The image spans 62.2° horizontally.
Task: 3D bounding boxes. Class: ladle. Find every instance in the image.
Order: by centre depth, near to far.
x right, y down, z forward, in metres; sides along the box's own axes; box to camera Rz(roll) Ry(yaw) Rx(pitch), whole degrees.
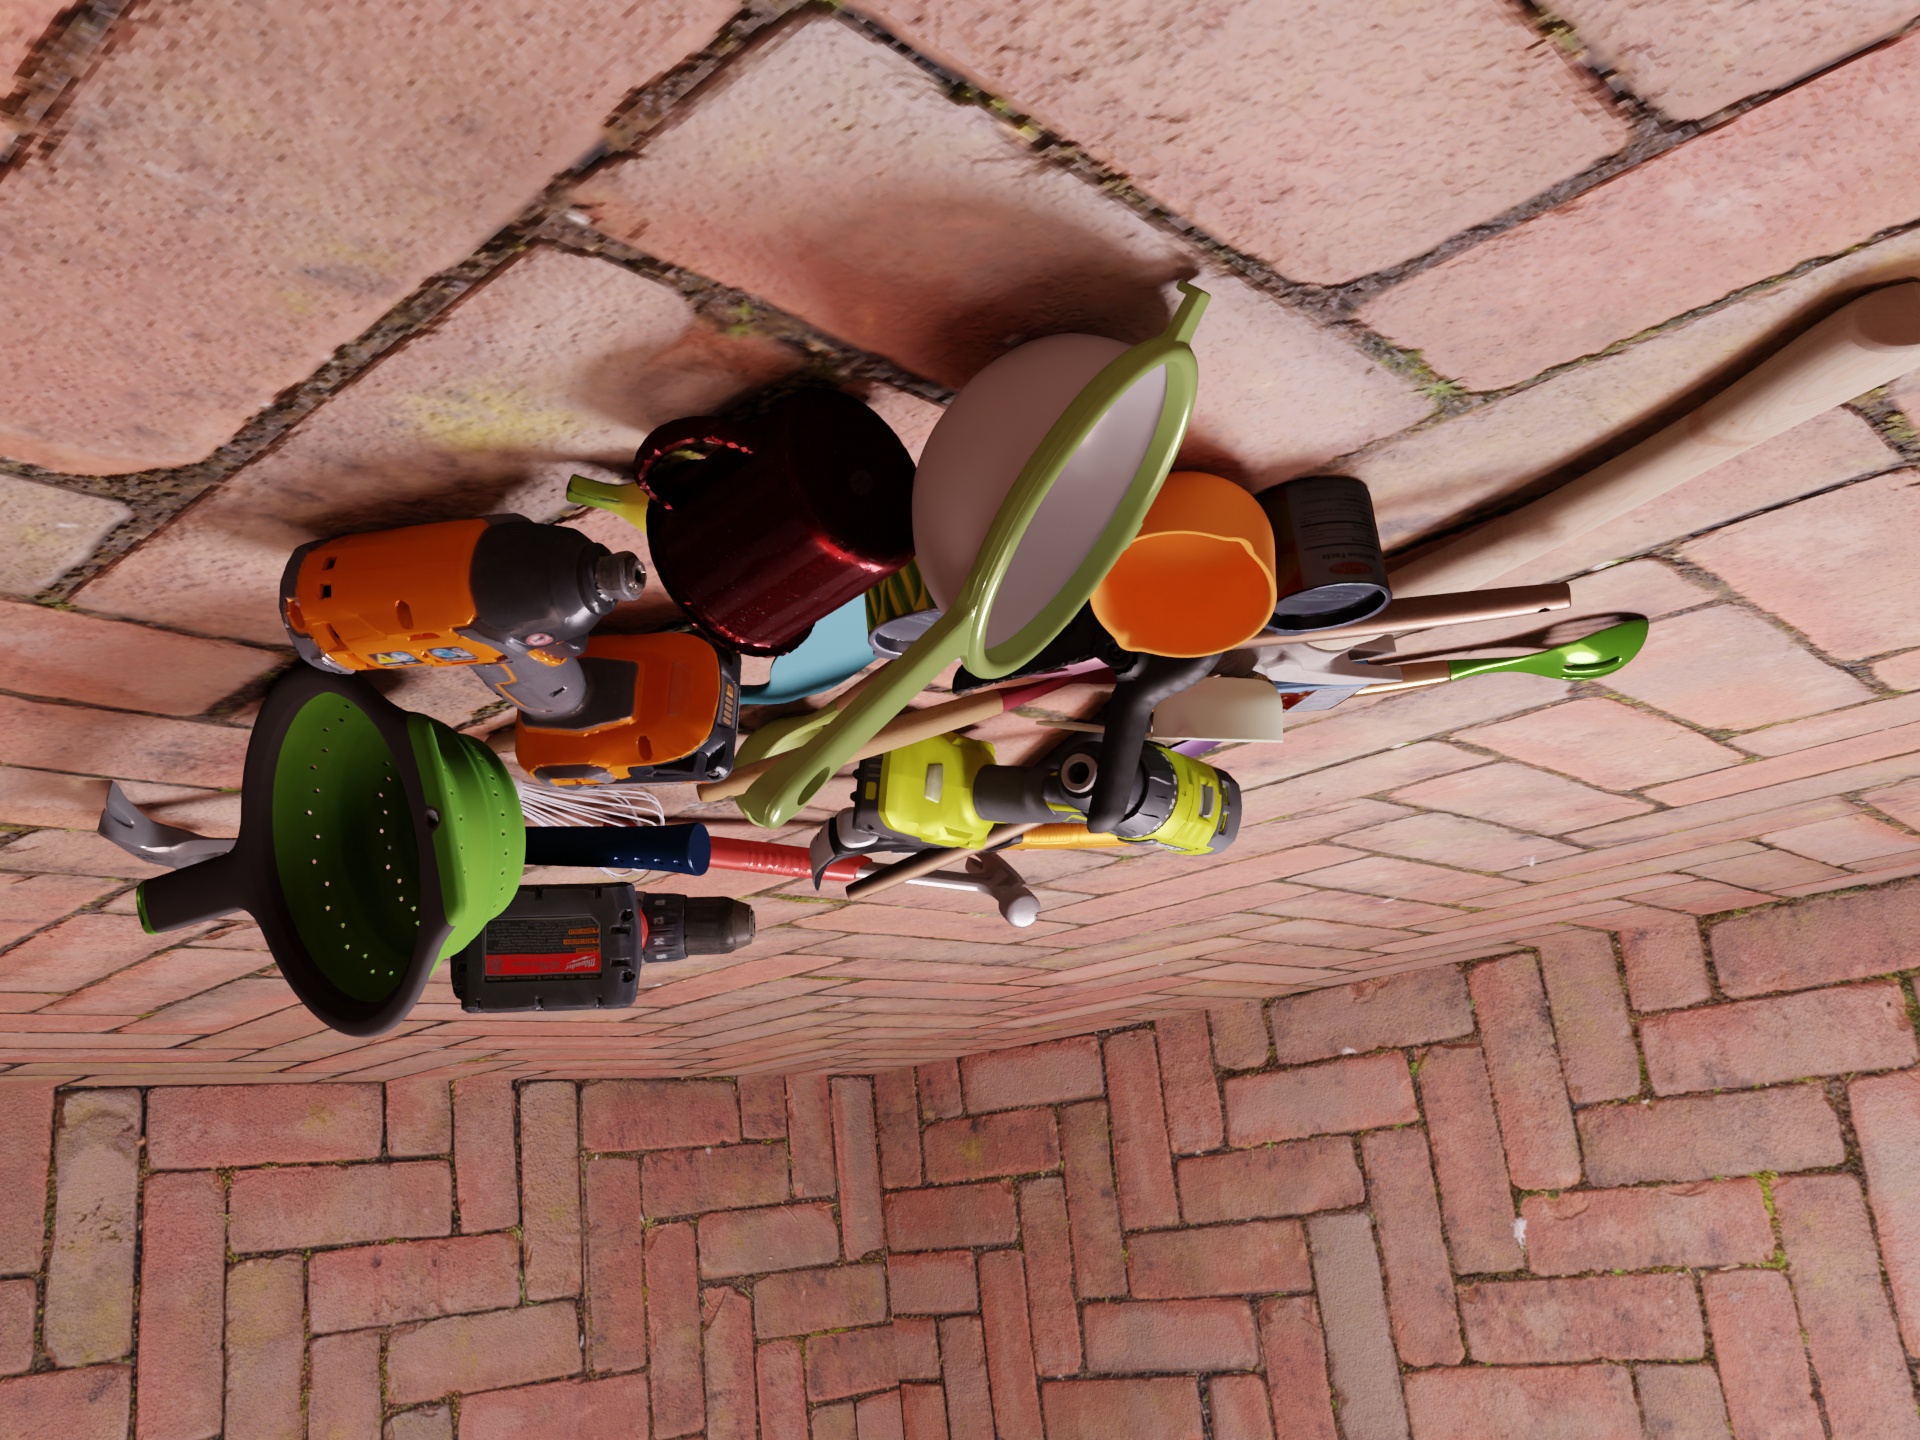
[{"bbox_3d":[-0.001,-0.003,0.922,0.315,0.031,0.069,-17,172,-20],"label":"ladle"},{"bbox_3d":[-0.049,-0.007,0.948,0.078,0.062,0.320,-30,180,-39],"label":"ladle"}]

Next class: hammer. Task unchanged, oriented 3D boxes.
[{"bbox_3d":[0.308,-0.101,0.821,0.146,0.038,0.410,2,161,-31],"label":"hammer"},{"bbox_3d":[-0.367,0.081,1.050,0.405,0.035,0.144,0,157,11],"label":"hammer"},{"bbox_3d":[0.053,0.050,1.219,0.146,0.035,0.334,-1,162,-20],"label":"hammer"},{"bbox_3d":[0.051,0.092,1.236,0.336,0.034,0.127,-2,161,-19],"label":"hammer"},{"bbox_3d":[-0.118,0.116,1.316,0.359,0.036,0.149,9,-169,-23],"label":"hammer"}]

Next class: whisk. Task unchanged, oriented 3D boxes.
[{"bbox_3d":[-0.289,0.055,1.087,0.070,0.070,0.284,-14,157,24],"label":"whisk"}]

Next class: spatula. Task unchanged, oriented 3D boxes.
[{"bbox_3d":[-0.167,-0.020,0.939,0.317,0.044,0.082,-11,165,31],"label":"spatula"},{"bbox_3d":[0.063,0.064,1.139,0.316,0.018,0.059,-24,165,6],"label":"spatula"}]

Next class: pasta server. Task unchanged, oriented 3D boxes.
[{"bbox_3d":[0.158,-0.055,0.852,0.316,0.040,0.060,-6,164,19],"label":"pasta server"}]

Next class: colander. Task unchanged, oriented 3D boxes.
[{"bbox_3d":[-0.370,0.082,0.941,0.397,0.204,0.094,-15,175,41],"label":"colander"}]

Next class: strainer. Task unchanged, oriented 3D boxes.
[{"bbox_3d":[-0.008,-0.062,0.601,0.256,0.069,0.151,-45,162,-28],"label":"strainer"}]

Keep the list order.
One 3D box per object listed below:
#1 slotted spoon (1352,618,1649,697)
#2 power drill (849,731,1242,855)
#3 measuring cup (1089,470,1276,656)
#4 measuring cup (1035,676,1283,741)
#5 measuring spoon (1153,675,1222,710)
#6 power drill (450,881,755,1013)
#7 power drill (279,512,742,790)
[{"bbox_3d":[0.301,-0.029,1.070,0.314,0.031,0.070,-8,163,9],"label":"slotted spoon"},{"bbox_3d":[0.046,0.044,1.020,0.228,0.080,0.190,1,171,31],"label":"power drill"},{"bbox_3d":[0.071,-0.095,0.748,0.173,0.052,0.095,26,139,-18],"label":"measuring cup"},{"bbox_3d":[0.116,-0.009,0.961,0.168,0.038,0.083,4,180,38],"label":"measuring cup"},{"bbox_3d":[0.168,-0.028,1.055,0.117,0.011,0.021,-22,161,33],"label":"measuring spoon"},{"bbox_3d":[-0.243,0.149,1.099,0.188,0.080,0.226,-1,176,-3],"label":"power drill"},{"bbox_3d":[-0.190,-0.032,0.773,0.164,0.084,0.226,-4,161,17],"label":"power drill"}]
